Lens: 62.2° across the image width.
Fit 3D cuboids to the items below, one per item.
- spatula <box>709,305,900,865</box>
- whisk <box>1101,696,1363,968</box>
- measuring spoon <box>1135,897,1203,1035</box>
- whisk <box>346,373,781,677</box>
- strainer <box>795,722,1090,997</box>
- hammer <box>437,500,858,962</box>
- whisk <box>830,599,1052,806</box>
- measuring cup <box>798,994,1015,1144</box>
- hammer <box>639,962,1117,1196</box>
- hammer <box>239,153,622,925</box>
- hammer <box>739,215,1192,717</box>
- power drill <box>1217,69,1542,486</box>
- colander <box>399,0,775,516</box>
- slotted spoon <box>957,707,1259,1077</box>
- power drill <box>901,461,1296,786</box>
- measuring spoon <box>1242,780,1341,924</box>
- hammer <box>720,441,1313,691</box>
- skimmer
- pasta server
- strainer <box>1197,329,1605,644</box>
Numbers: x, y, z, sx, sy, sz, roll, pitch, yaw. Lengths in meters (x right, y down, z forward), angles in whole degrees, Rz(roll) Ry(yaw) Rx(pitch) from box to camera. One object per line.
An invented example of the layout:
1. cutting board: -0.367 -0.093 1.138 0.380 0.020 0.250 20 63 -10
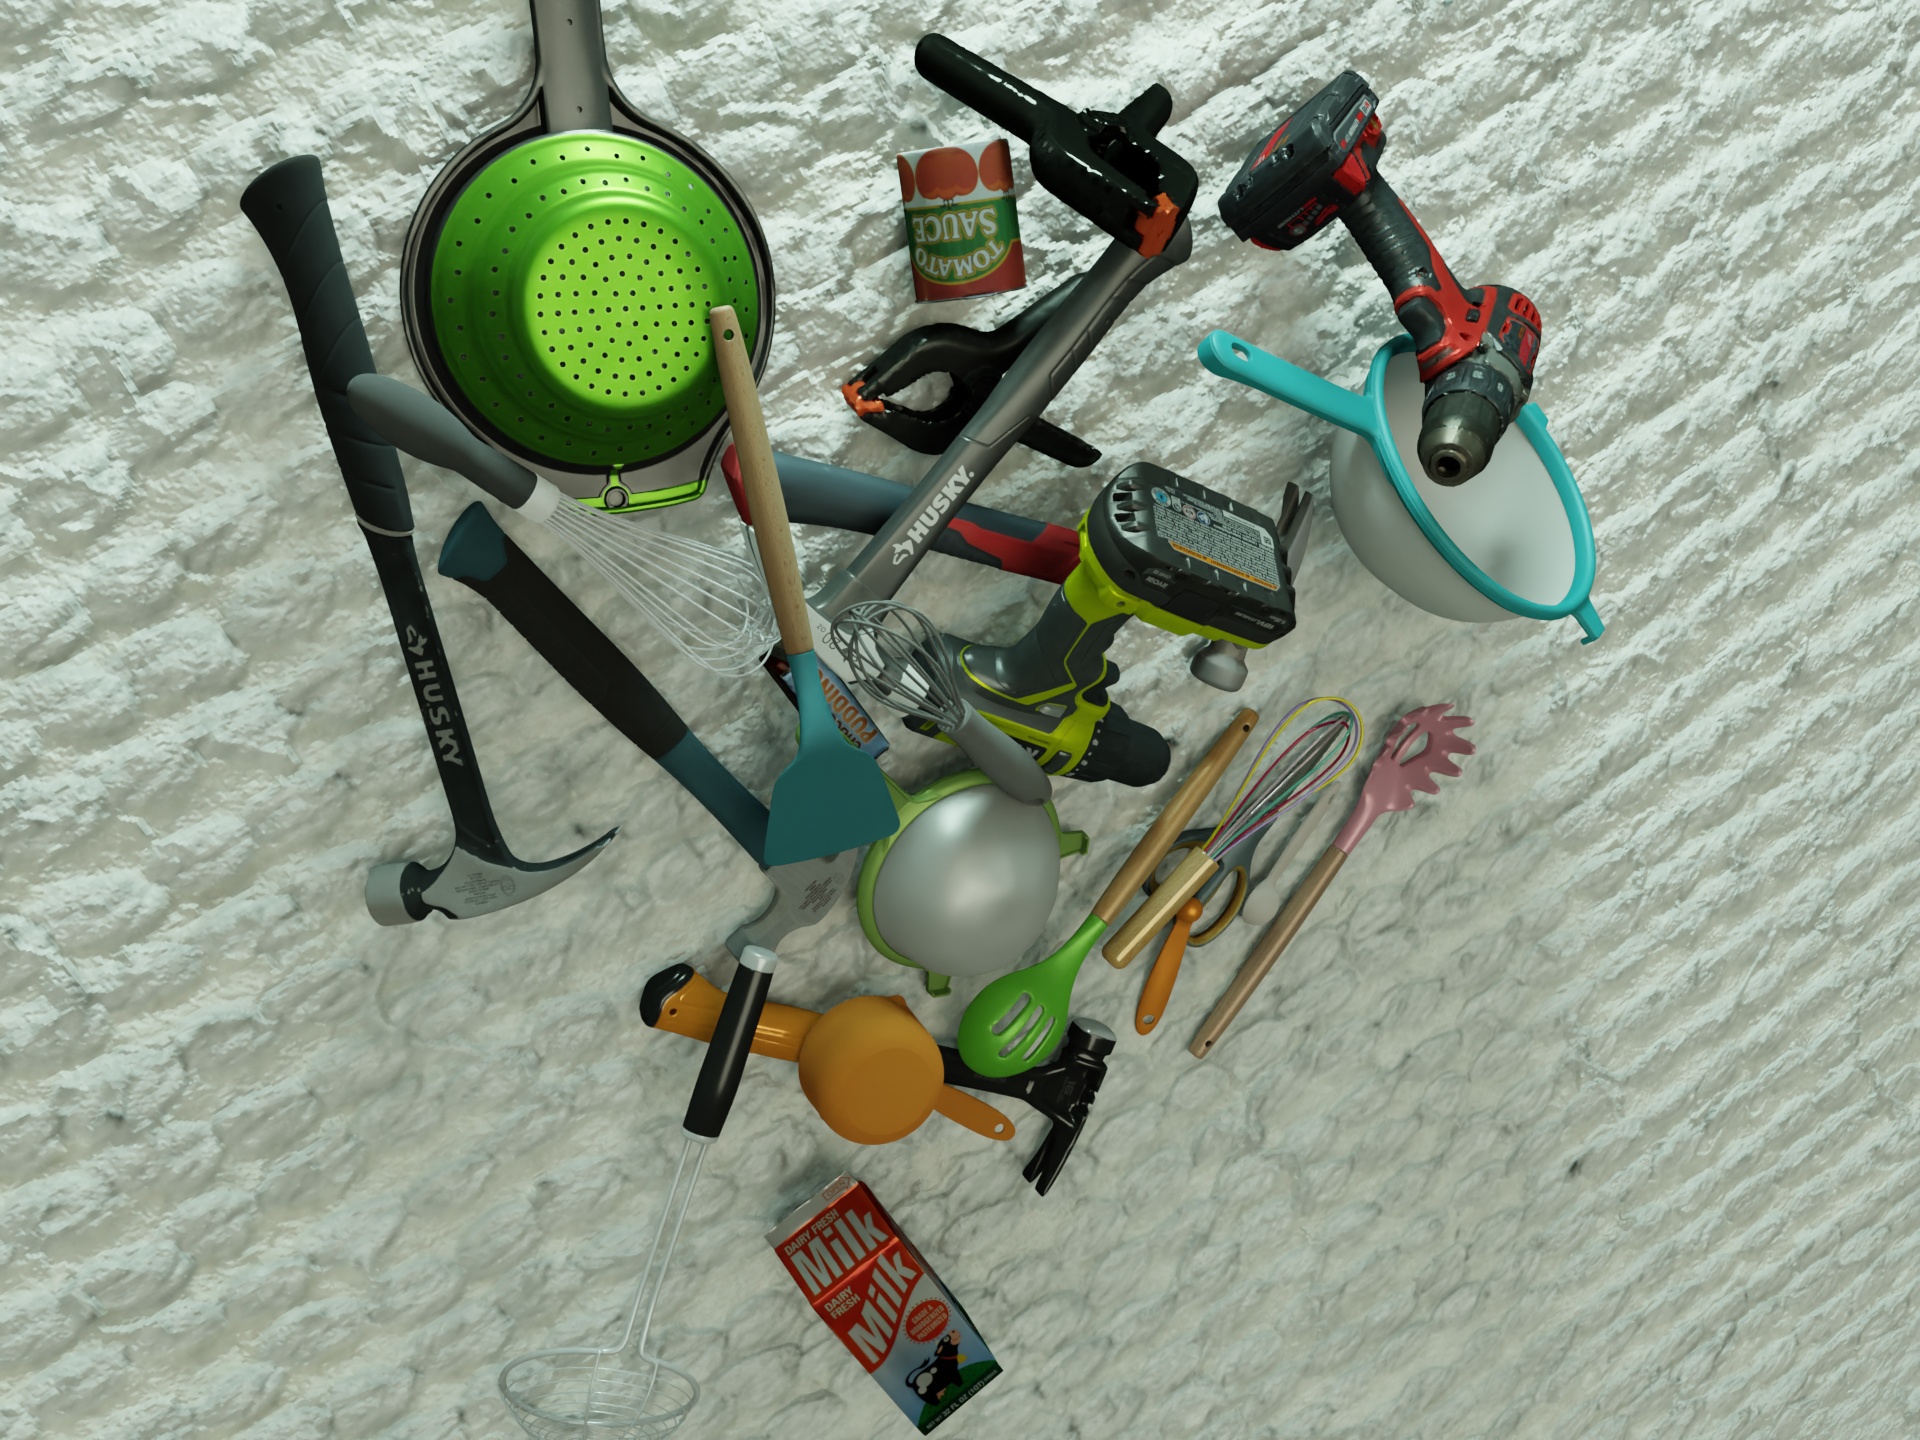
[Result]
1. spatula: -0.097 -0.064 0.866 0.082 0.044 0.317 -14 108 -11
2. whisk: 0.189 0.080 1.096 0.245 0.051 0.047 -47 121 2
3. measuring spoon: 0.148 0.178 1.132 0.021 0.011 0.117 12 112 -13
4. whisk: -0.203 -0.102 0.855 0.284 0.070 0.070 32 91 -41
5. strainer: -0.013 0.082 0.981 0.151 0.069 0.256 -45 133 -2
6. hammer: -0.182 0.005 0.941 0.128 0.033 0.330 -43 117 -5
7. whisk: -0.001 -0.004 0.919 0.055 0.055 0.238 -50 141 -3
8. measuring cup: -0.022 0.246 1.029 0.173 0.052 0.095 32 89 -25
9. hammer: -0.055 0.228 1.060 0.336 0.034 0.127 19 96 -26
10. hammer: -0.296 -0.086 0.844 0.149 0.036 0.408 -8 106 10
11. hammer: 0.016 -0.171 0.912 0.146 0.035 0.335 39 90 -28
12. power drill: 0.261 -0.258 0.959 0.226 0.080 0.188 45 46 -14
13. colander: -0.189 -0.297 0.815 0.204 0.095 0.397 -9 109 -20
14. slotted spoon: 0.108 0.114 1.081 0.070 0.031 0.314 43 78 -21
15. power drill: 0.096 -0.039 0.967 0.190 0.080 0.228 19 139 -26
16. measuring spoon: 0.245 0.098 1.152 0.124 0.018 0.034 -56 147 -2
17. hammer: 0.043 -0.122 0.982 0.386 0.038 0.143 12 109 -26
18. skimmer: -0.188 0.306 1.006 0.127 0.090 0.363 18 94 -18
19. pasta server: 0.265 0.119 1.161 0.060 0.040 0.316 35 91 -19
20. strainer: 0.262 -0.158 1.019 0.340 0.095 0.211 16 56 -30
